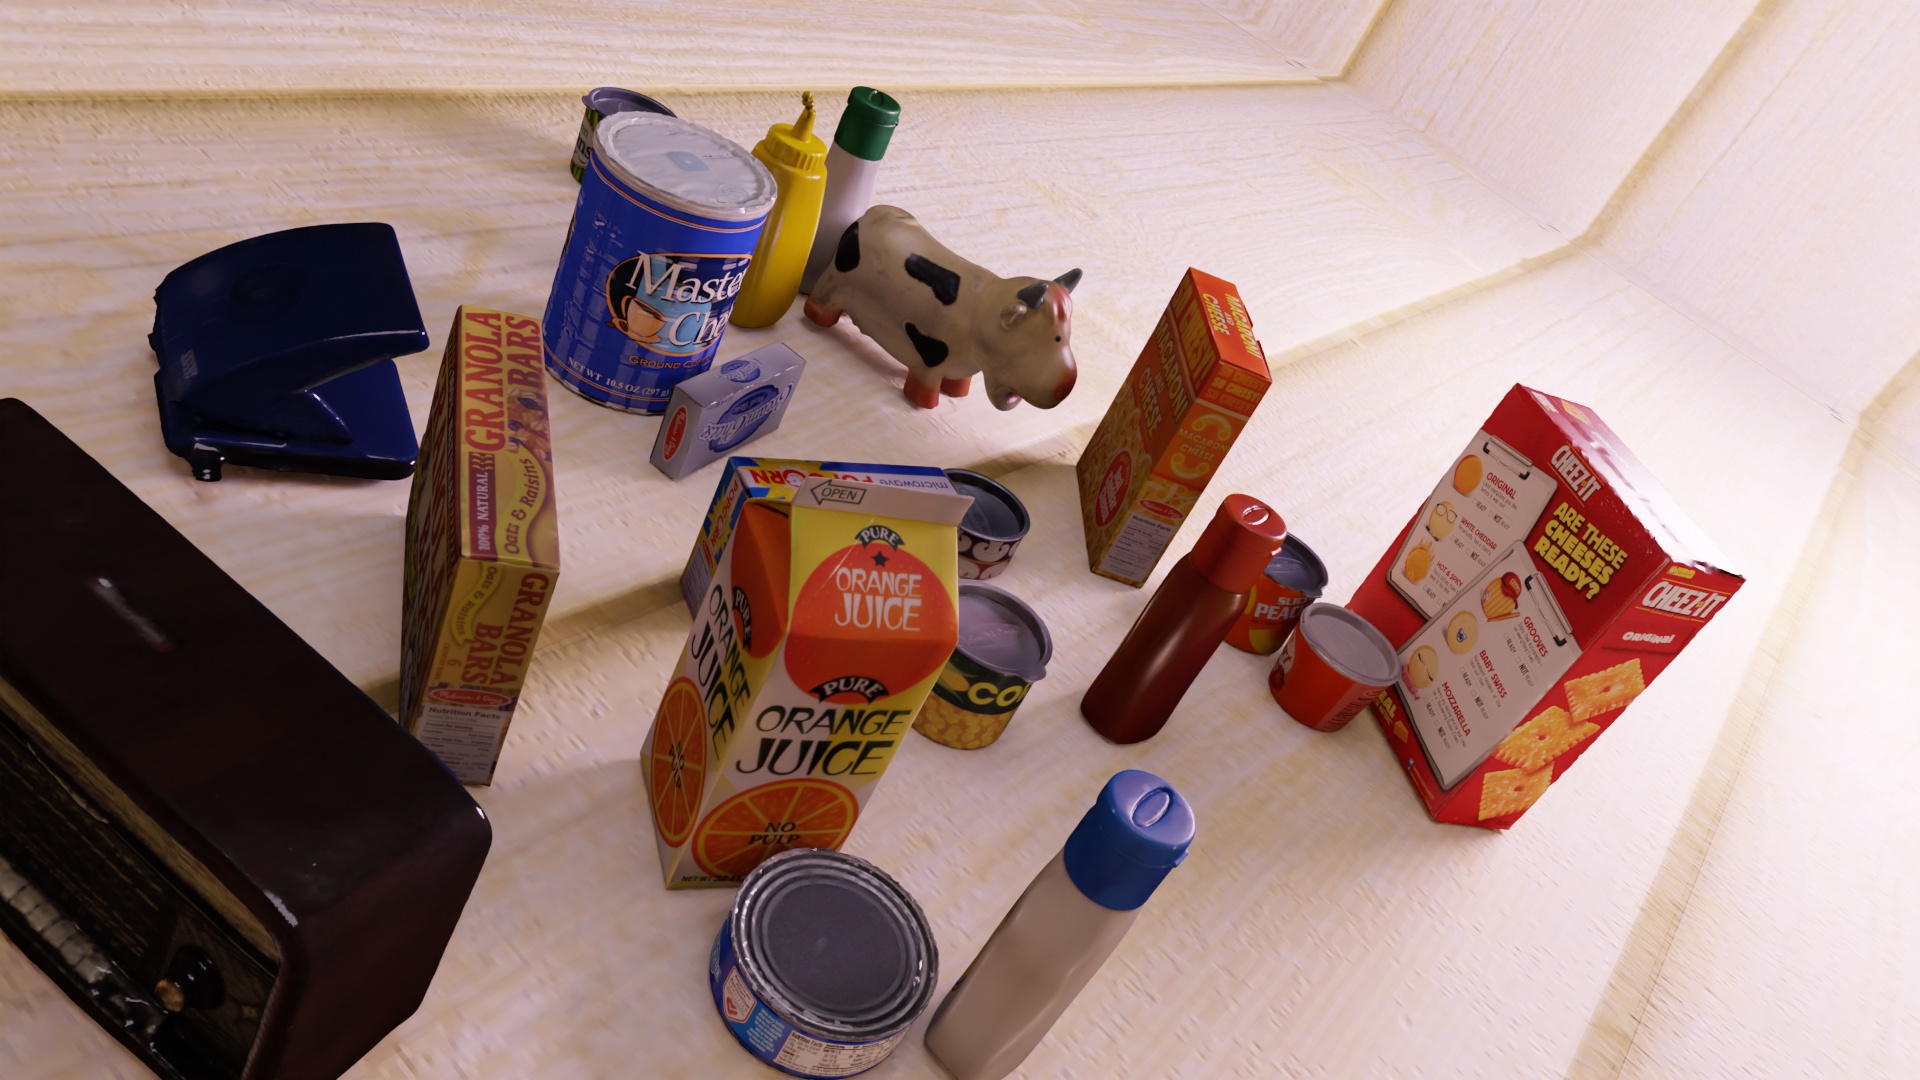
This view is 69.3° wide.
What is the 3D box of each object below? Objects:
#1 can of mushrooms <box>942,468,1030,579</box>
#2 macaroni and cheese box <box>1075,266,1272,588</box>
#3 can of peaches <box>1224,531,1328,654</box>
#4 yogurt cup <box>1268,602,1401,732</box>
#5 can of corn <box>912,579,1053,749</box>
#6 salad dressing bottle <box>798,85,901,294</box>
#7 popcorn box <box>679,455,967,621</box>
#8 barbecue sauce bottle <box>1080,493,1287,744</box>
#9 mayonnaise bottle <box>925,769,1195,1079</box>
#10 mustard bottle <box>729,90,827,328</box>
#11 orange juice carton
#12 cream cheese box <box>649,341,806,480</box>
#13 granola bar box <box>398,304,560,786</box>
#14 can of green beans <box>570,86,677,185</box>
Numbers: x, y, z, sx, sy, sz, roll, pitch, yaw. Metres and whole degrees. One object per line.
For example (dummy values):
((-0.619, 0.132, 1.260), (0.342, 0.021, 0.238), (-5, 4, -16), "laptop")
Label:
((0.003, -0.010, 0.826), (0.071, 0.033, 0.071), (19, 34, -14), "can of mushrooms")
((0.130, -0.072, 0.881), (0.040, 0.165, 0.124), (19, 34, -14), "macaroni and cheese box")
((0.191, 0.032, 0.883), (0.071, 0.057, 0.071), (19, 34, -14), "can of peaches")
((0.225, 0.079, 0.847), (0.072, 0.053, 0.073), (19, 34, -14), "yogurt cup")
((0.006, 0.065, 0.703), (0.071, 0.058, 0.071), (19, 34, -14), "can of corn")
((-0.085, -0.244, 0.974), (0.044, 0.147, 0.064), (21, 34, -11), "salad dressing bottle")
((-0.069, 0.003, 0.708), (0.127, 0.084, 0.038), (1, 42, -35), "popcorn box")
((0.120, 0.042, 0.734), (0.044, 0.147, 0.065), (42, 35, 21), "barbecue sauce bottle")
((0.039, 0.148, 0.532), (0.041, 0.147, 0.065), (40, 34, 17), "mayonnaise bottle")
((-0.120, -0.216, 0.900), (0.049, 0.159, 0.065), (-15, 52, -47), "mustard bottle")
((-0.062, 0.051, 0.550), (0.072, 0.191, 0.073), (7, 39, -30), "orange juice carton")
((-0.133, -0.076, 0.797), (0.024, 0.053, 0.104), (36, 34, 11), "cream cheese box")
((-0.204, -0.001, 0.580), (0.039, 0.123, 0.166), (9, 37, -27), "granola bar box")
((-0.241, -0.283, 0.995), (0.071, 0.057, 0.071), (19, 34, -14), "can of green beans")
